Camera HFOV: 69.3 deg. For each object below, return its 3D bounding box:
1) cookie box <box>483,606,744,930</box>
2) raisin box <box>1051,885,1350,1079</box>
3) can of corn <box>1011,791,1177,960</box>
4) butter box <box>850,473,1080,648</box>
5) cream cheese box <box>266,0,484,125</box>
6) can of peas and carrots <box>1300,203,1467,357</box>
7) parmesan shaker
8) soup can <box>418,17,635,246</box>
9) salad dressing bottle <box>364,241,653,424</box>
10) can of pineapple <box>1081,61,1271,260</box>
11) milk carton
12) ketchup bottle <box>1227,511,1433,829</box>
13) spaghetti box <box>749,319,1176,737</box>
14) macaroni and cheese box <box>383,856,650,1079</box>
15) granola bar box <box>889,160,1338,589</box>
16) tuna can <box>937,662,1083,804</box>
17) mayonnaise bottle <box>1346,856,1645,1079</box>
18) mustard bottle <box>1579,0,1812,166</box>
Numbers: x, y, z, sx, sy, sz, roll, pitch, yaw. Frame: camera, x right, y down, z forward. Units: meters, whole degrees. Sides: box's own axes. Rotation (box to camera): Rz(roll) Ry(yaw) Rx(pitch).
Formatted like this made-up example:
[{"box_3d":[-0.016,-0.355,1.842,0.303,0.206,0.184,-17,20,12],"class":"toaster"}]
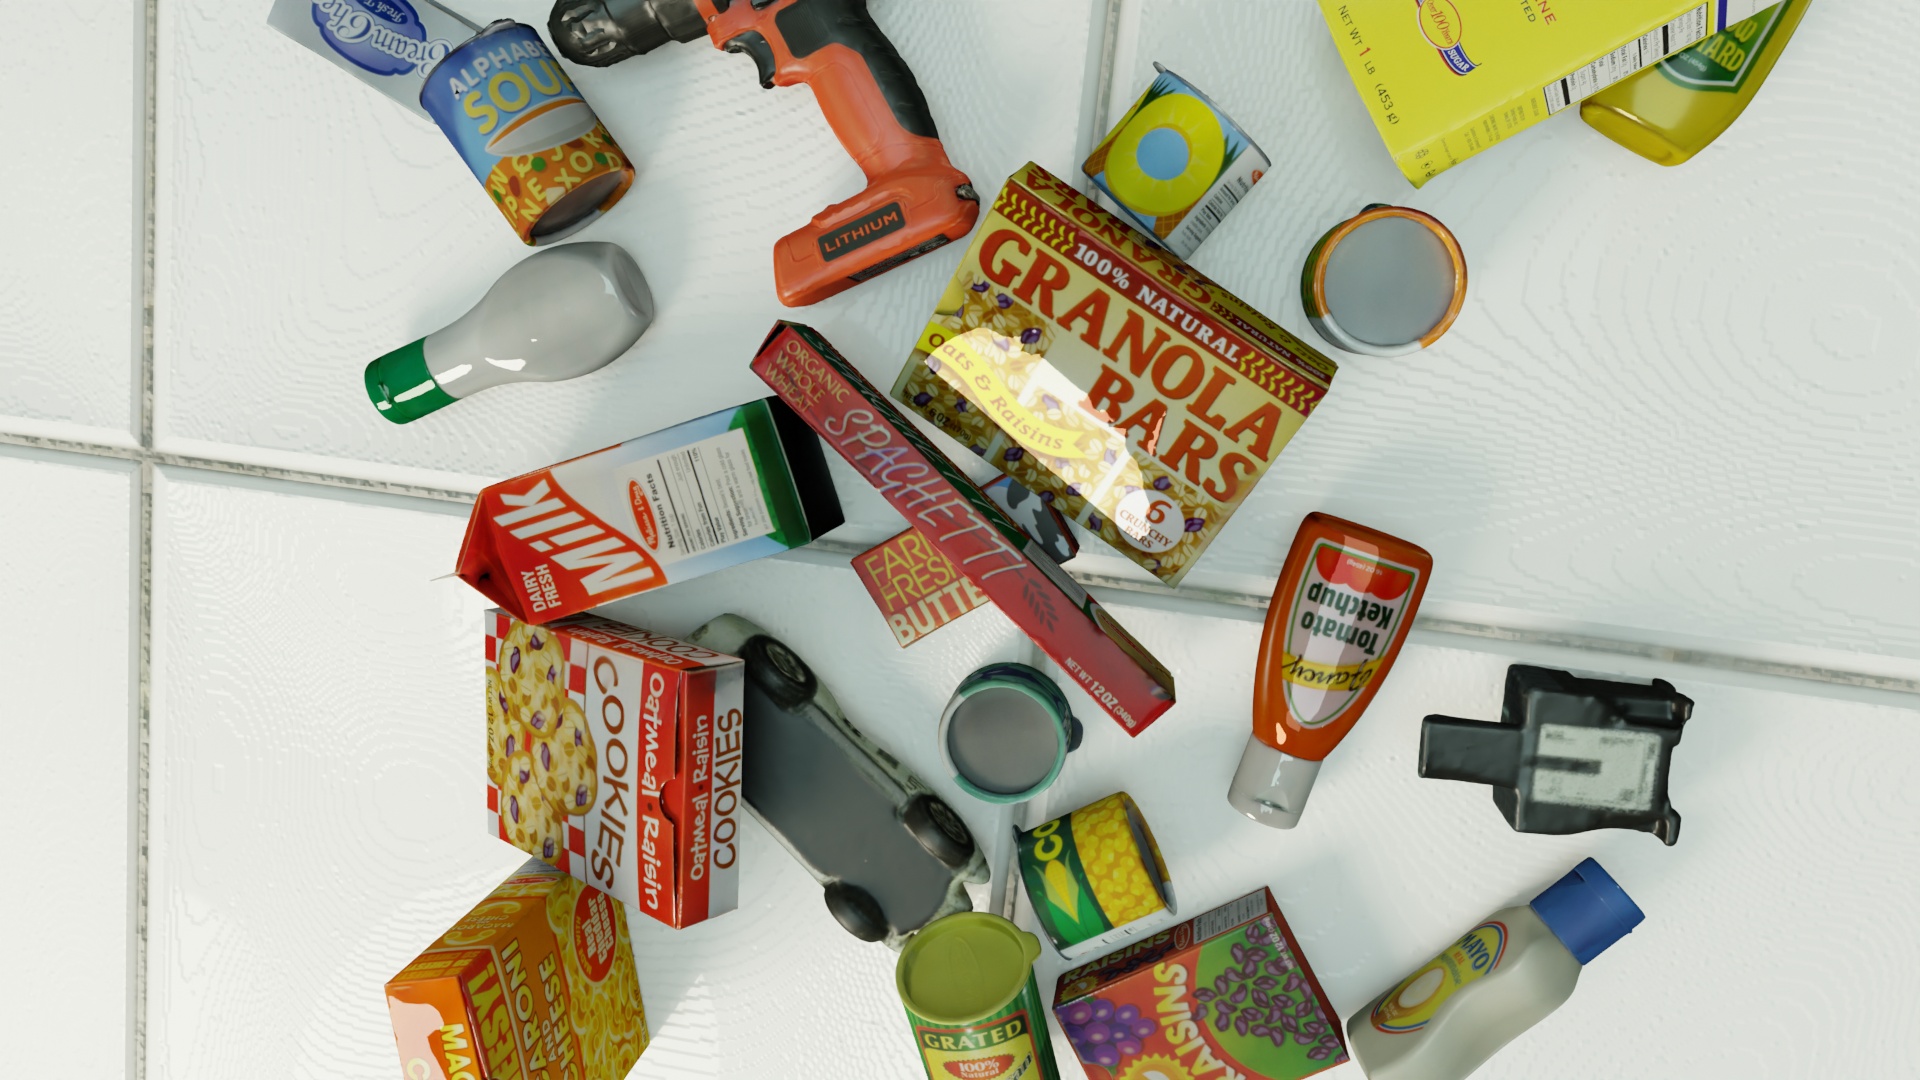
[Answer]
[{"box_3d":[-0.175,0.104,0.683,0.167,0.040,0.122,10,101,41],"class":"cookie box"},{"box_3d":[0.120,0.241,0.702,0.123,0.040,0.086,-27,94,12],"class":"raisin box"},{"box_3d":[0.066,0.162,0.684,0.058,0.071,0.071,-25,94,11],"class":"can of corn"},{"box_3d":[0.002,0.007,0.692,0.103,0.024,0.053,-29,93,11],"class":"butter box"},{"box_3d":[-0.290,-0.256,0.698,0.104,0.024,0.053,31,103,3],"class":"cream cheese box"},{"box_3d":[0.190,-0.119,0.628,0.071,0.059,0.071,1,99,8],"class":"can of peas and carrots"},{"box_3d":[0.014,0.243,0.686,0.071,0.072,0.102,-7,122,10],"class":"parmesan shaker"},{"box_3d":[-0.207,-0.196,0.670,0.071,0.071,0.083,-36,93,12],"class":"soup can"},{"box_3d":[-0.229,-0.102,0.702,0.147,0.044,0.064,-21,104,12],"class":"salad dressing bottle"},{"box_3d":[0.096,-0.171,0.631,0.071,0.071,0.057,42,102,1],"class":"can of pineapple"},{"box_3d":[-0.163,-0.012,0.690,0.190,0.072,0.073,-16,96,9],"class":"milk carton"},{"box_3d":[0.170,0.064,0.666,0.065,0.043,0.148,19,101,5],"class":"ketchup bottle"},{"box_3d":[0.002,-0.008,0.651,0.250,0.050,0.028,44,100,1],"class":"spaghetti box"},{"box_3d":[-0.210,0.234,0.685,0.040,0.167,0.123,-8,98,9],"class":"macaroni and cheese box"},{"box_3d":[0.066,-0.073,0.631,0.165,0.039,0.123,34,123,4],"class":"granola bar box"},{"box_3d":[0.025,0.097,0.698,0.071,0.033,0.071,1,99,9],"class":"tuna can"},{"box_3d":[0.256,0.211,0.667,0.148,0.065,0.041,-41,94,8],"class":"mayonnaise bottle"},{"box_3d":[0.334,-0.243,0.593,0.065,0.049,0.160,32,102,8],"class":"mustard bottle"}]
